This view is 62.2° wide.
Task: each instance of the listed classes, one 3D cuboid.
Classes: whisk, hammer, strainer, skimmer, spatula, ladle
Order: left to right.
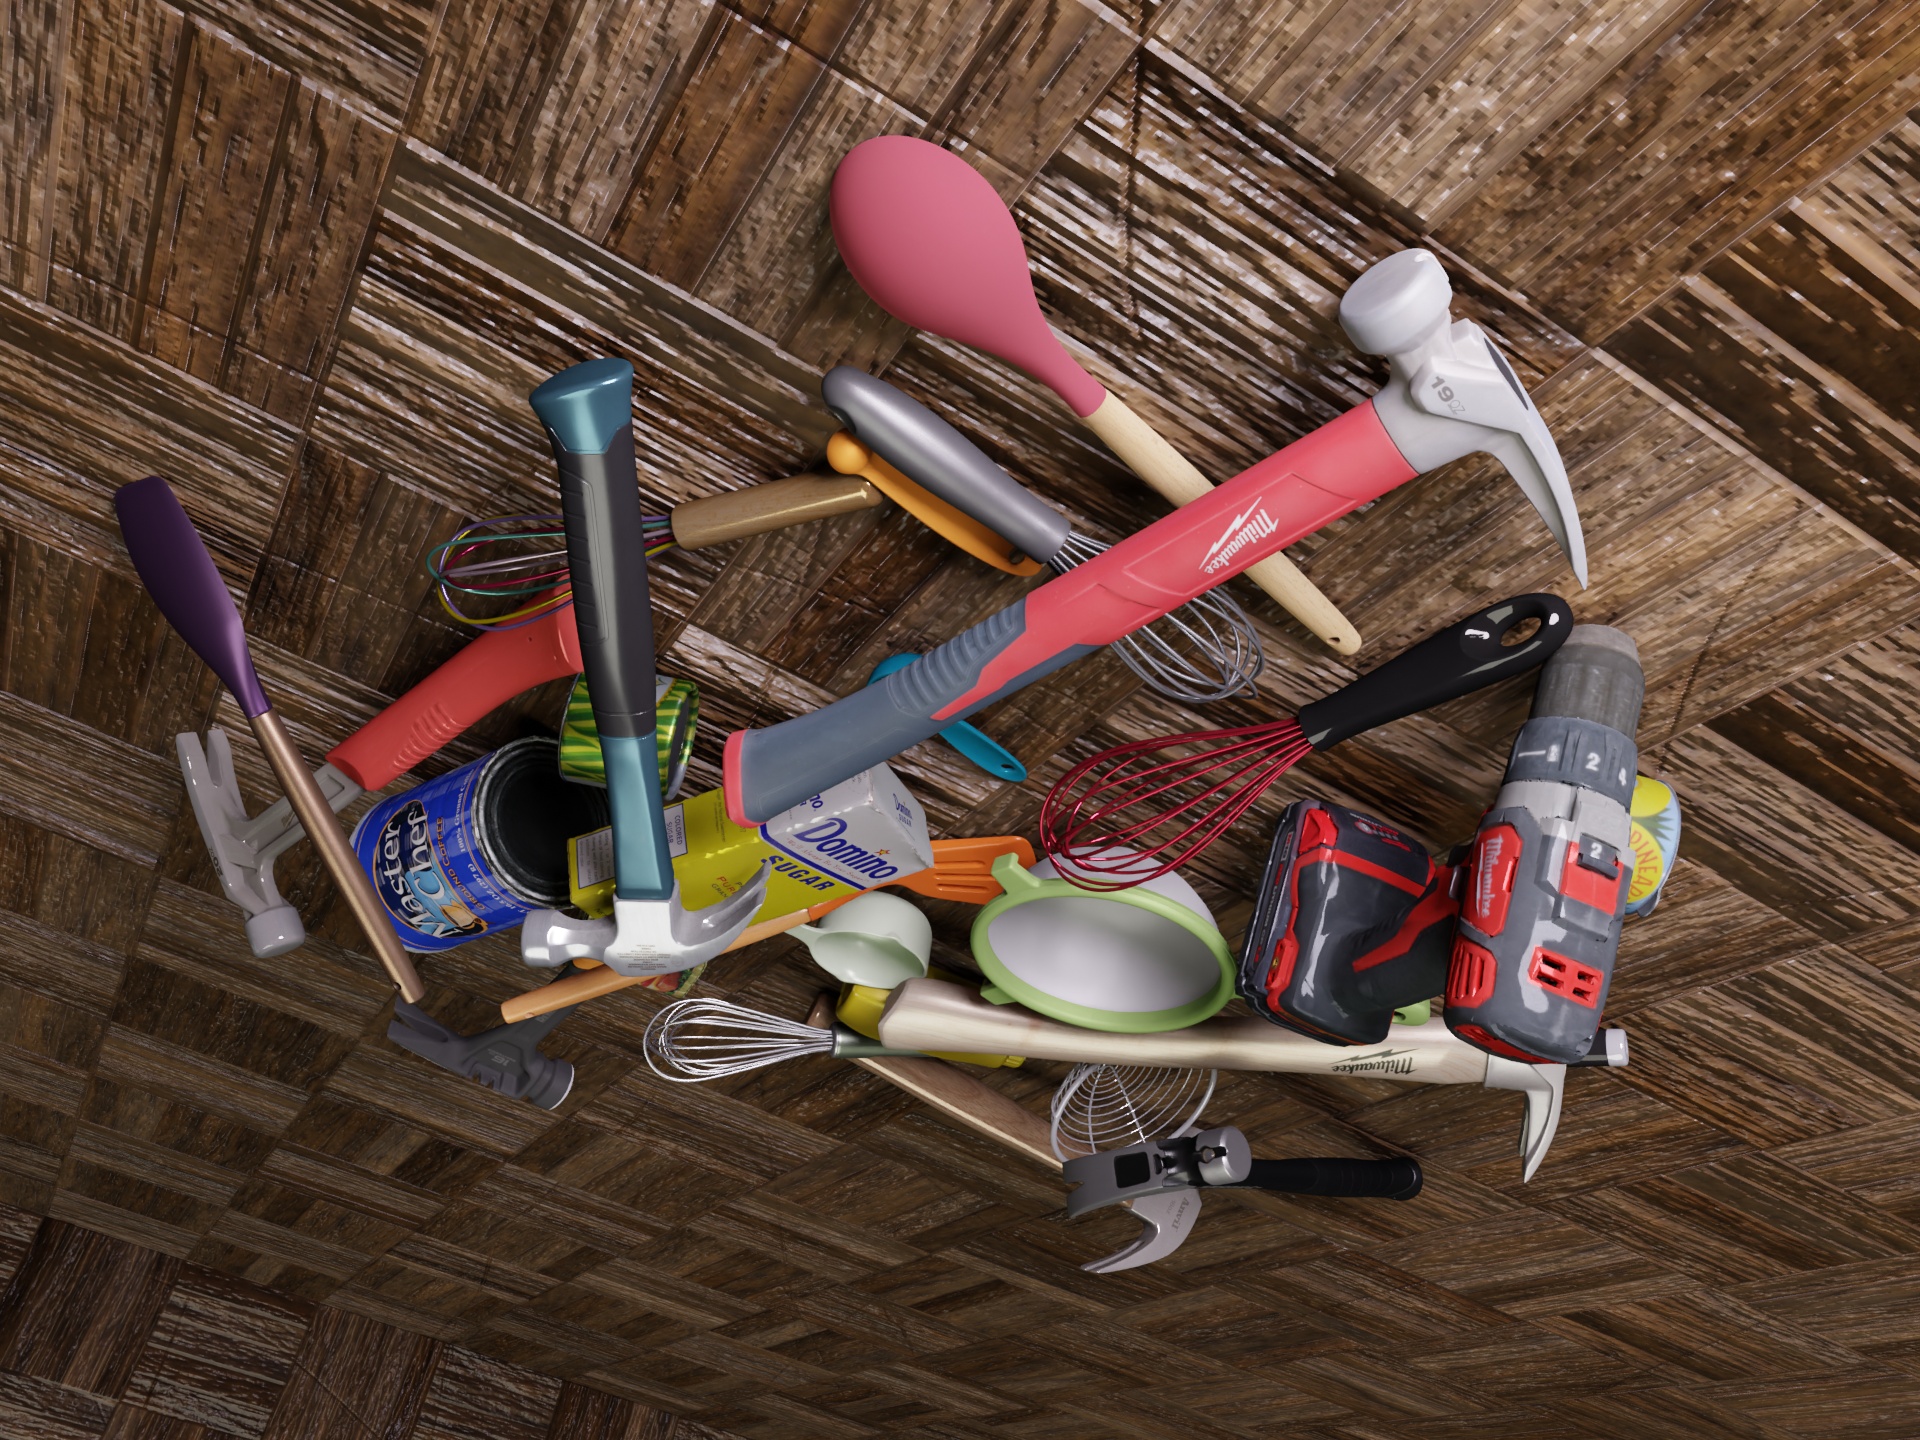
[{"bbox_3d":[-0.366,0.019,0.856,0.060,0.018,0.315,-11,111,30],"label":"spatula"},{"bbox_3d":[-0.321,0.005,0.884,0.359,0.149,0.036,-29,169,33],"label":"hammer"},{"bbox_3d":[-0.214,0.130,0.974,0.127,0.034,0.337,33,122,-27],"label":"hammer"},{"bbox_3d":[-0.158,-0.008,0.738,0.128,0.033,0.330,2,125,0],"label":"hammer"},{"bbox_3d":[-0.146,-0.088,0.731,0.245,0.047,0.051,-10,138,23],"label":"whisk"},{"bbox_3d":[-0.112,0.127,0.941,0.322,0.041,0.081,-18,144,-7],"label":"spatula"},{"bbox_3d":[-0.096,0.222,1.101,0.246,0.059,0.058,4,-172,-18],"label":"whisk"},{"bbox_3d":[0.031,0.295,1.164,0.331,0.130,0.031,30,158,-10],"label":"hammer"},{"bbox_3d":[0.039,-0.076,0.678,0.238,0.055,0.055,34,141,-20],"label":"whisk"},{"bbox_3d":[0.054,-0.032,0.660,0.386,0.038,0.143,-28,119,30],"label":"hammer"},{"bbox_3d":[0.068,-0.112,0.636,0.069,0.031,0.315,-23,133,40],"label":"ladle"},{"bbox_3d":[0.137,0.121,0.902,0.256,0.069,0.151,9,142,5],"label":"strainer"},{"bbox_3d":[0.153,0.205,0.977,0.410,0.038,0.146,1,119,12],"label":"hammer"},{"bbox_3d":[0.212,0.309,1.077,0.146,0.035,0.334,-24,151,38],"label":"hammer"},{"bbox_3d":[0.151,0.012,0.752,0.073,0.073,0.296,36,133,-29],"label":"whisk"},{"bbox_3d":[0.234,0.241,1.020,0.363,0.090,0.127,-7,138,27],"label":"skimmer"}]

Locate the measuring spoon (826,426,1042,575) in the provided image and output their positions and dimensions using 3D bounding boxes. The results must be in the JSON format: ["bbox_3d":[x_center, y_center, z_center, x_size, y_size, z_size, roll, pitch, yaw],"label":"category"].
[{"bbox_3d":[-0.008,-0.091,0.686,0.116,0.021,0.011,29,-176,-29],"label":"measuring spoon"}]

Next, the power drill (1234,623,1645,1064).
[{"bbox_3d":[0.225,0.064,0.734,0.080,0.188,0.226,22,163,-11],"label":"power drill"}]

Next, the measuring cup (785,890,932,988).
[{"bbox_3d":[-0.094,0.119,1.006,0.167,0.038,0.083,26,143,-15],"label":"measuring cup"}]

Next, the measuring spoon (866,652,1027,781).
[{"bbox_3d":[-0.001,-0.003,0.826,0.042,0.021,0.128,-13,147,32],"label":"measuring spoon"}]
